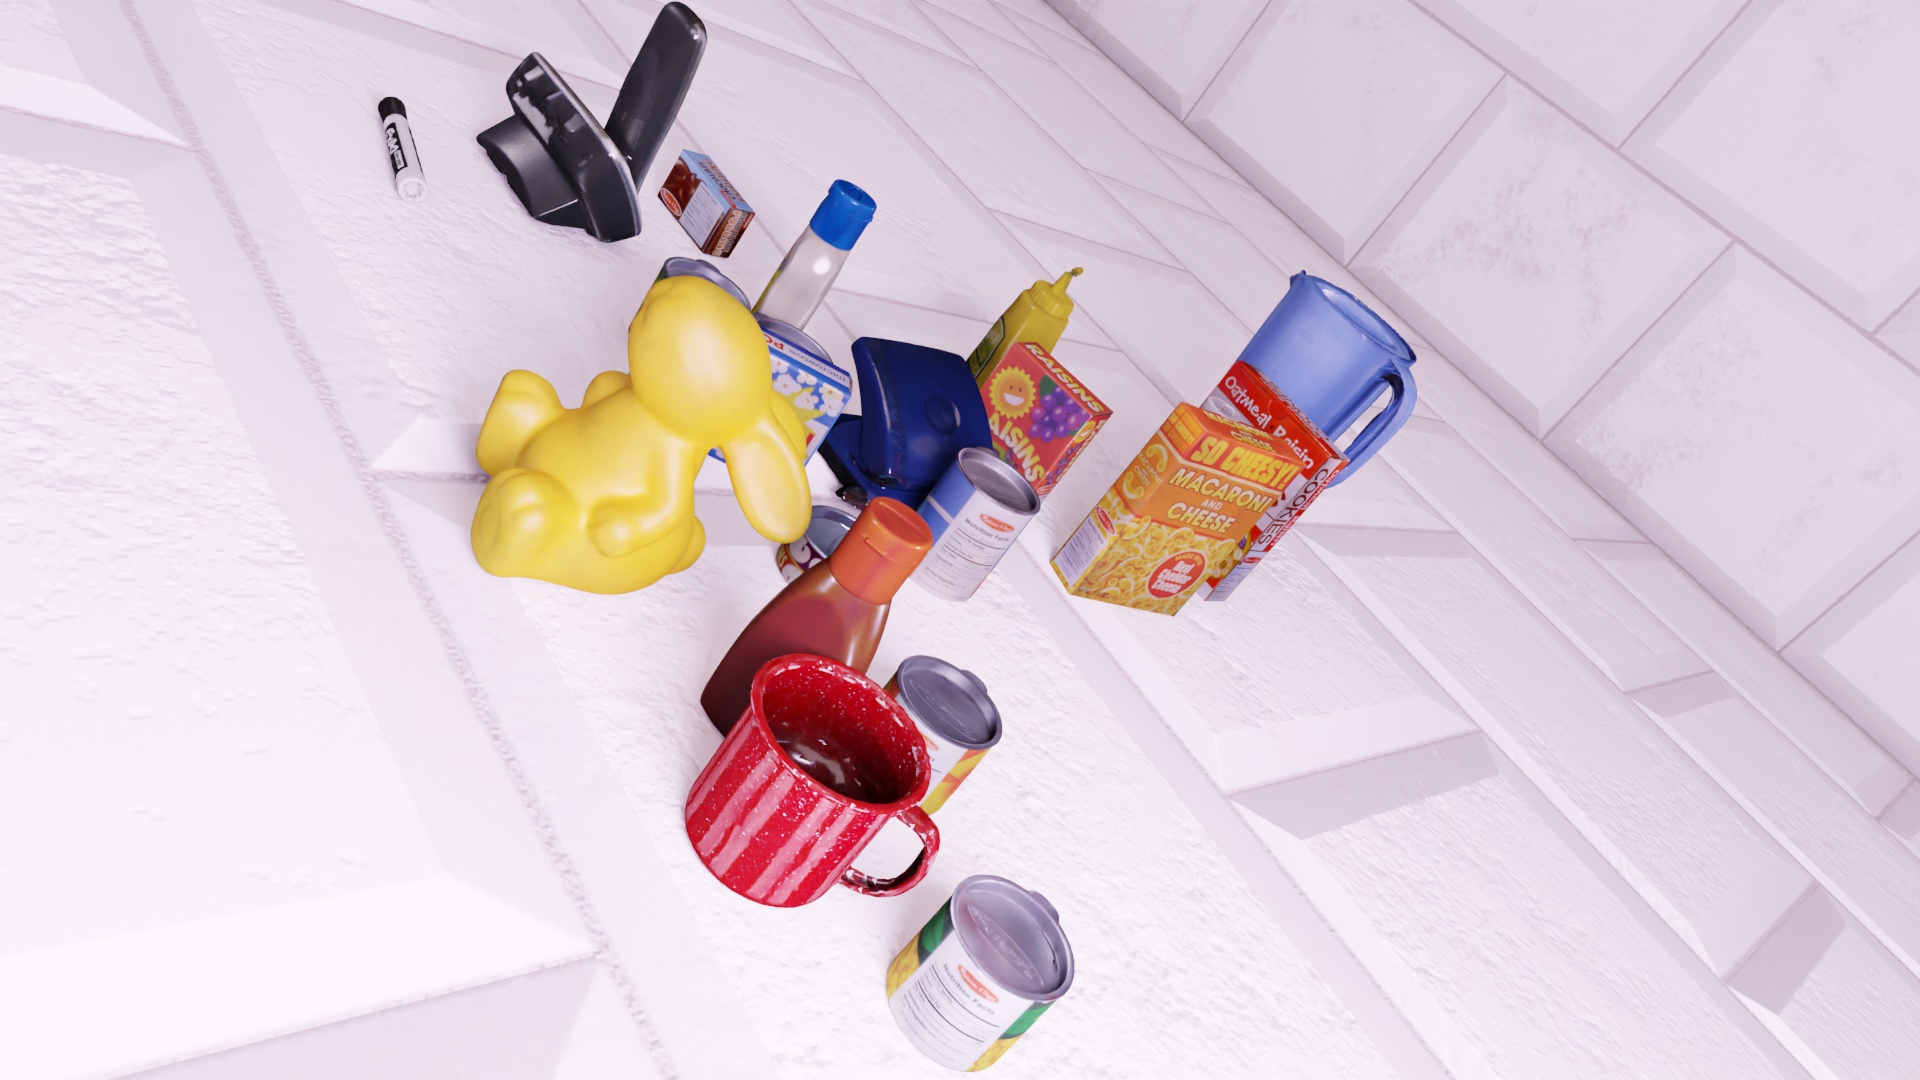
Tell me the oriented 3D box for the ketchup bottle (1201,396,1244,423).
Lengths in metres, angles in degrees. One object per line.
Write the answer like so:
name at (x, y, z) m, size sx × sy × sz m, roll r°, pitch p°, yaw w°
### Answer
ketchup bottle at (0.173, -0.050, 1.135) m, size 0.043 × 0.148 × 0.065 m, roll 39°, pitch 25°, yaw 4°

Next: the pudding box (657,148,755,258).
pudding box at (-0.211, -0.279, 1.150) m, size 0.030 × 0.049 × 0.084 m, roll 0°, pitch 44°, yaw -52°

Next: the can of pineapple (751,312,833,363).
can of pineapple at (-0.131, -0.114, 0.967) m, size 0.071 × 0.057 × 0.071 m, roll 29°, pitch 27°, yaw -16°

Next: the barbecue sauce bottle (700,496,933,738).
barbecue sauce bottle at (-0.068, 0.044, 0.681) m, size 0.065 × 0.148 × 0.044 m, roll 40°, pitch 26°, yaw 7°

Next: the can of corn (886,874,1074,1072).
can of corn at (0.010, 0.195, 0.630) m, size 0.071 × 0.058 × 0.071 m, roll 29°, pitch 27°, yaw -16°

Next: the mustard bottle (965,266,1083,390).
mustard bottle at (0.052, -0.170, 1.170) m, size 0.049 × 0.159 × 0.065 m, roll 26°, pitch 28°, yaw -22°

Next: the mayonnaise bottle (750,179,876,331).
mayonnaise bottle at (-0.114, -0.194, 1.017) m, size 0.041 × 0.147 × 0.065 m, roll 31°, pitch 26°, yaw -13°

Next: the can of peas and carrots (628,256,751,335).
can of peas and carrots at (-0.188, -0.155, 0.962) m, size 0.071 × 0.058 × 0.071 m, roll 29°, pitch 27°, yaw -16°

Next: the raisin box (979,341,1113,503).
raisin box at (0.044, -0.077, 1.048) m, size 0.086 × 0.123 × 0.040 m, roll 46°, pitch 27°, yaw 18°

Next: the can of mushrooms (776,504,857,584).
can of mushrooms at (-0.079, 0.010, 0.854) m, size 0.071 × 0.033 × 0.071 m, roll 29°, pitch 27°, yaw -16°

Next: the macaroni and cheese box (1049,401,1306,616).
macaroni and cheese box at (0.164, -0.020, 1.055) m, size 0.124 × 0.165 × 0.040 m, roll 13°, pitch 34°, yaw -40°

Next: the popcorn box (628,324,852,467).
popcorn box at (-0.144, -0.096, 0.889) m, size 0.126 × 0.085 × 0.038 m, roll 27°, pitch 27°, yaw -20°

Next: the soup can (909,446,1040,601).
soup can at (0.003, -0.012, 0.935) m, size 0.071 × 0.083 × 0.072 m, roll 29°, pitch 27°, yaw -16°

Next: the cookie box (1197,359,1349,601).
cookie box at (0.231, -0.050, 1.185) m, size 0.040 × 0.166 × 0.123 m, roll 4°, pitch 41°, yaw -49°

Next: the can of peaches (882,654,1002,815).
can of peaches at (-0.019, 0.104, 0.745) m, size 0.071 × 0.057 × 0.071 m, roll 29°, pitch 27°, yaw -16°
